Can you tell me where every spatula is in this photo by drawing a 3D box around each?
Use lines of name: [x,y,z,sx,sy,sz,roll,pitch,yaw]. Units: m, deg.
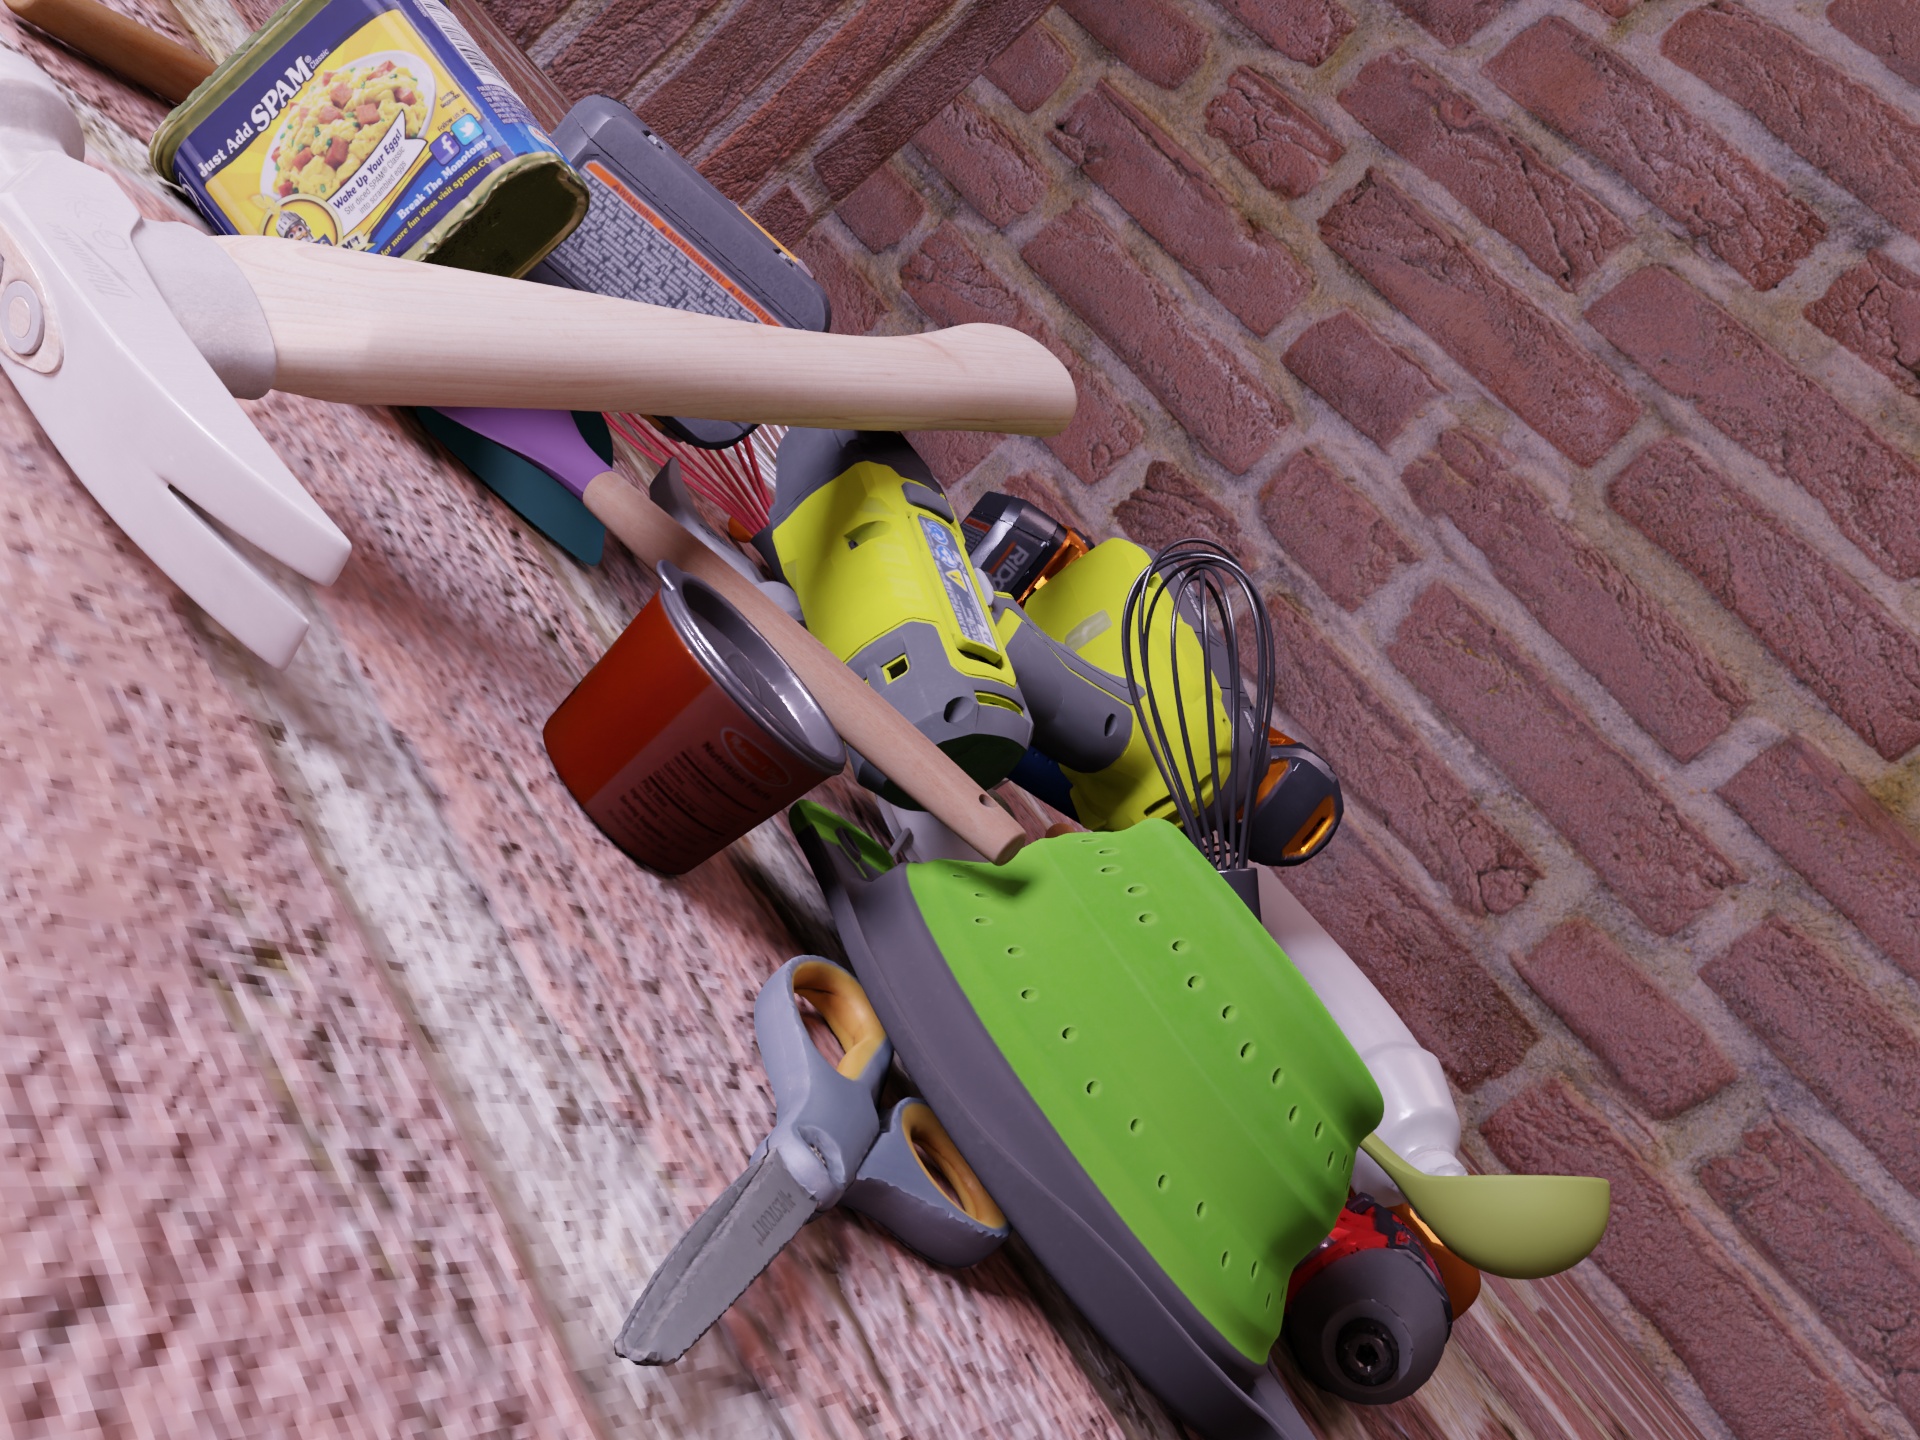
spatula: [-0.097,-0.058,0.493,0.316,0.018,0.059,40,32,23]
spatula: [-0.190,-0.153,0.676,0.082,0.044,0.318,43,4,-30]

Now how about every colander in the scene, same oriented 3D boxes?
colander: [0.103,0.159,0.444,0.397,0.094,0.204,54,2,19]

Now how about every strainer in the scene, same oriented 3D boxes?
strainer: [0.008,0.053,0.725,0.087,0.050,0.258,53,4,7]

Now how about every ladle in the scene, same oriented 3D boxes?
ladle: [0.145,0.143,0.735,0.320,0.062,0.078,35,0,34]

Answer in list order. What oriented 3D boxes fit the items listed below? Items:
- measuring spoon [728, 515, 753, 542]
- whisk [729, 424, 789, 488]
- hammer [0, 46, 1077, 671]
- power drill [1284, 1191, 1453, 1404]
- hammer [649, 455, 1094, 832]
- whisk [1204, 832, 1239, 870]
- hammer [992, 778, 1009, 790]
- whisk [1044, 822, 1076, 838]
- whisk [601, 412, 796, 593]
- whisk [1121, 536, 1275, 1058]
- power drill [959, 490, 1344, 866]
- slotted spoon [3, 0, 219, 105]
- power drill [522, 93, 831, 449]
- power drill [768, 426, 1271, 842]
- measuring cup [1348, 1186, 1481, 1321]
measuring spoon: [-0.094,-0.066,0.861,0.117,0.011,0.021,54,-2,13]
whisk: [-0.099,-0.149,1.089,0.285,0.070,0.070,57,9,22]
hammer: [-0.065,-0.097,0.466,0.146,0.038,0.410,49,28,16]
power drill: [0.109,0.161,0.625,0.220,0.078,0.143,54,7,14]
hammer: [-0.001,-0.002,0.763,0.144,0.035,0.405,45,8,38]
whisk: [0.086,0.075,0.775,0.246,0.058,0.059,12,55,-64]
hammer: [-0.023,-0.068,1.001,0.129,0.031,0.332,48,17,-34]
whisk: [0.083,0.104,0.904,0.047,0.051,0.245,41,6,-17]
whisk: [-0.109,-0.113,0.811,0.296,0.073,0.073,54,7,-2]
whisk: [0.091,0.054,0.555,0.055,0.055,0.239,19,66,-77]
power drill: [0.084,-0.021,0.829,0.226,0.084,0.164,38,4,-11]
slotted spoon: [-0.259,-0.228,0.624,0.070,0.031,0.314,50,8,1]
power drill: [-0.149,-0.196,0.650,0.185,0.084,0.226,39,3,-21]
power drill: [0.022,-0.036,0.623,0.223,0.080,0.171,20,43,-51]
measuring cup: [0.205,0.248,0.824,0.173,0.052,0.095,48,7,-18]
